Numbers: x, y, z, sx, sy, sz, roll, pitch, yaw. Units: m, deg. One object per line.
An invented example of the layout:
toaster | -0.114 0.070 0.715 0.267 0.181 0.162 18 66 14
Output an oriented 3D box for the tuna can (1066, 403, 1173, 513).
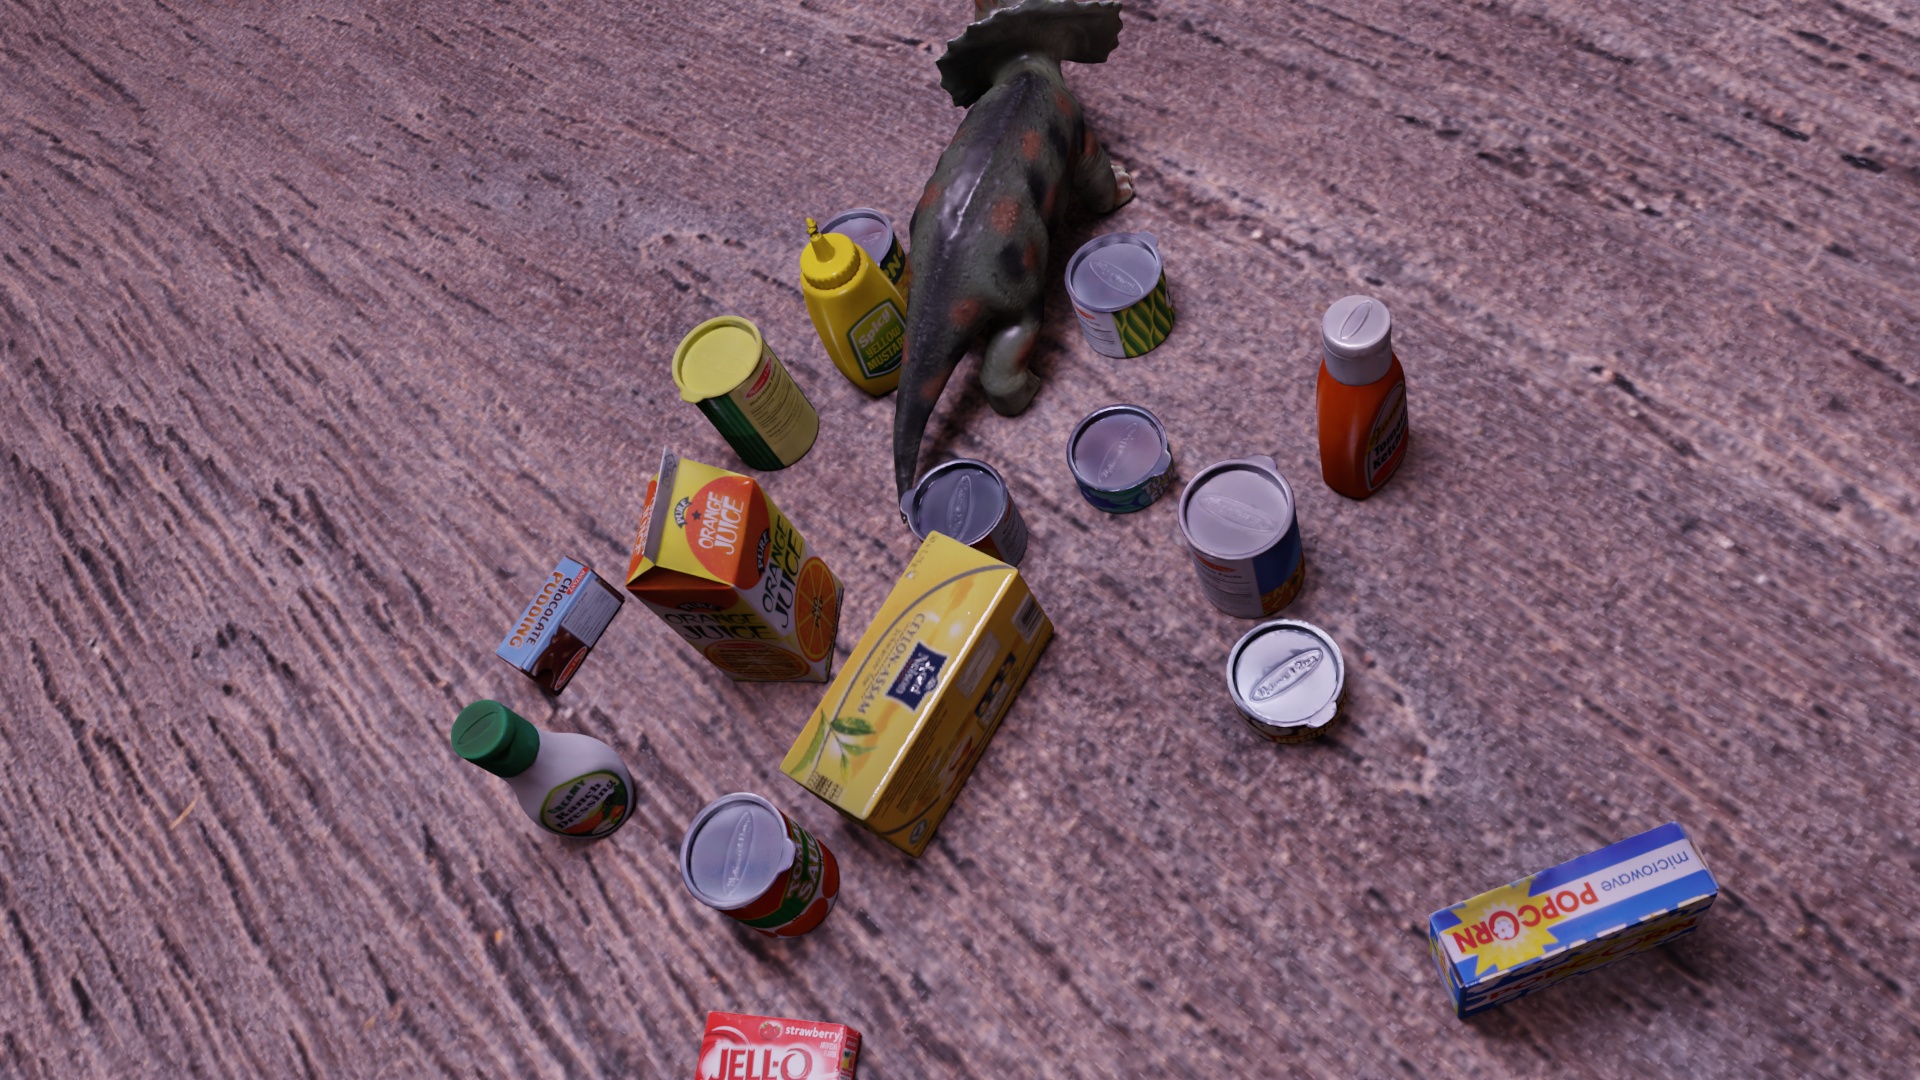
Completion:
tuna can | 0.107 -0.052 0.905 0.071 0.032 0.071 -8 60 14

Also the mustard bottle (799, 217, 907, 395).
mustard bottle | -0.075 -0.163 0.952 0.065 0.159 0.049 -42 58 -6

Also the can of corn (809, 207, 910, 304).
can of corn | -0.071 -0.201 1.031 0.071 0.058 0.071 -8 60 15

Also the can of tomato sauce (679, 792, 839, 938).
can of tomato sauce | -0.114 0.192 0.815 0.071 0.083 0.071 -8 60 15

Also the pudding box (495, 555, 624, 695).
pudding box | -0.277 0.059 0.962 0.030 0.049 0.084 23 72 28

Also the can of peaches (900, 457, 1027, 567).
can of peaches | 0.003 -0.011 0.902 0.071 0.058 0.071 -8 60 15

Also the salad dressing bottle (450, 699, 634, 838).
salad dressing bottle | -0.255 0.140 0.852 0.064 0.147 0.044 -40 58 -5

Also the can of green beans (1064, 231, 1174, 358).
can of green beans | 0.110 -0.167 0.952 0.071 0.057 0.071 -8 60 15

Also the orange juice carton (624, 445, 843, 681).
orange juice carton | -0.143 0.020 0.854 0.073 0.192 0.072 -2 62 18

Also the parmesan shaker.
parmesan shaker | -0.151 -0.099 0.975 0.071 0.102 0.071 -8 60 15

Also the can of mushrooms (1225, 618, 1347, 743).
can of mushrooms | 0.190 0.083 0.802 0.071 0.033 0.071 -8 60 14

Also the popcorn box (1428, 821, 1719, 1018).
popcorn box | 0.295 0.187 0.678 0.127 0.085 0.038 -23 58 6

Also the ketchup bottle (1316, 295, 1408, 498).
ketchup bottle | 0.234 -0.085 0.811 0.043 0.148 0.065 29 75 29

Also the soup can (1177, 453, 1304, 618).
soup can | 0.170 -0.002 0.825 0.071 0.083 0.071 -8 60 15
